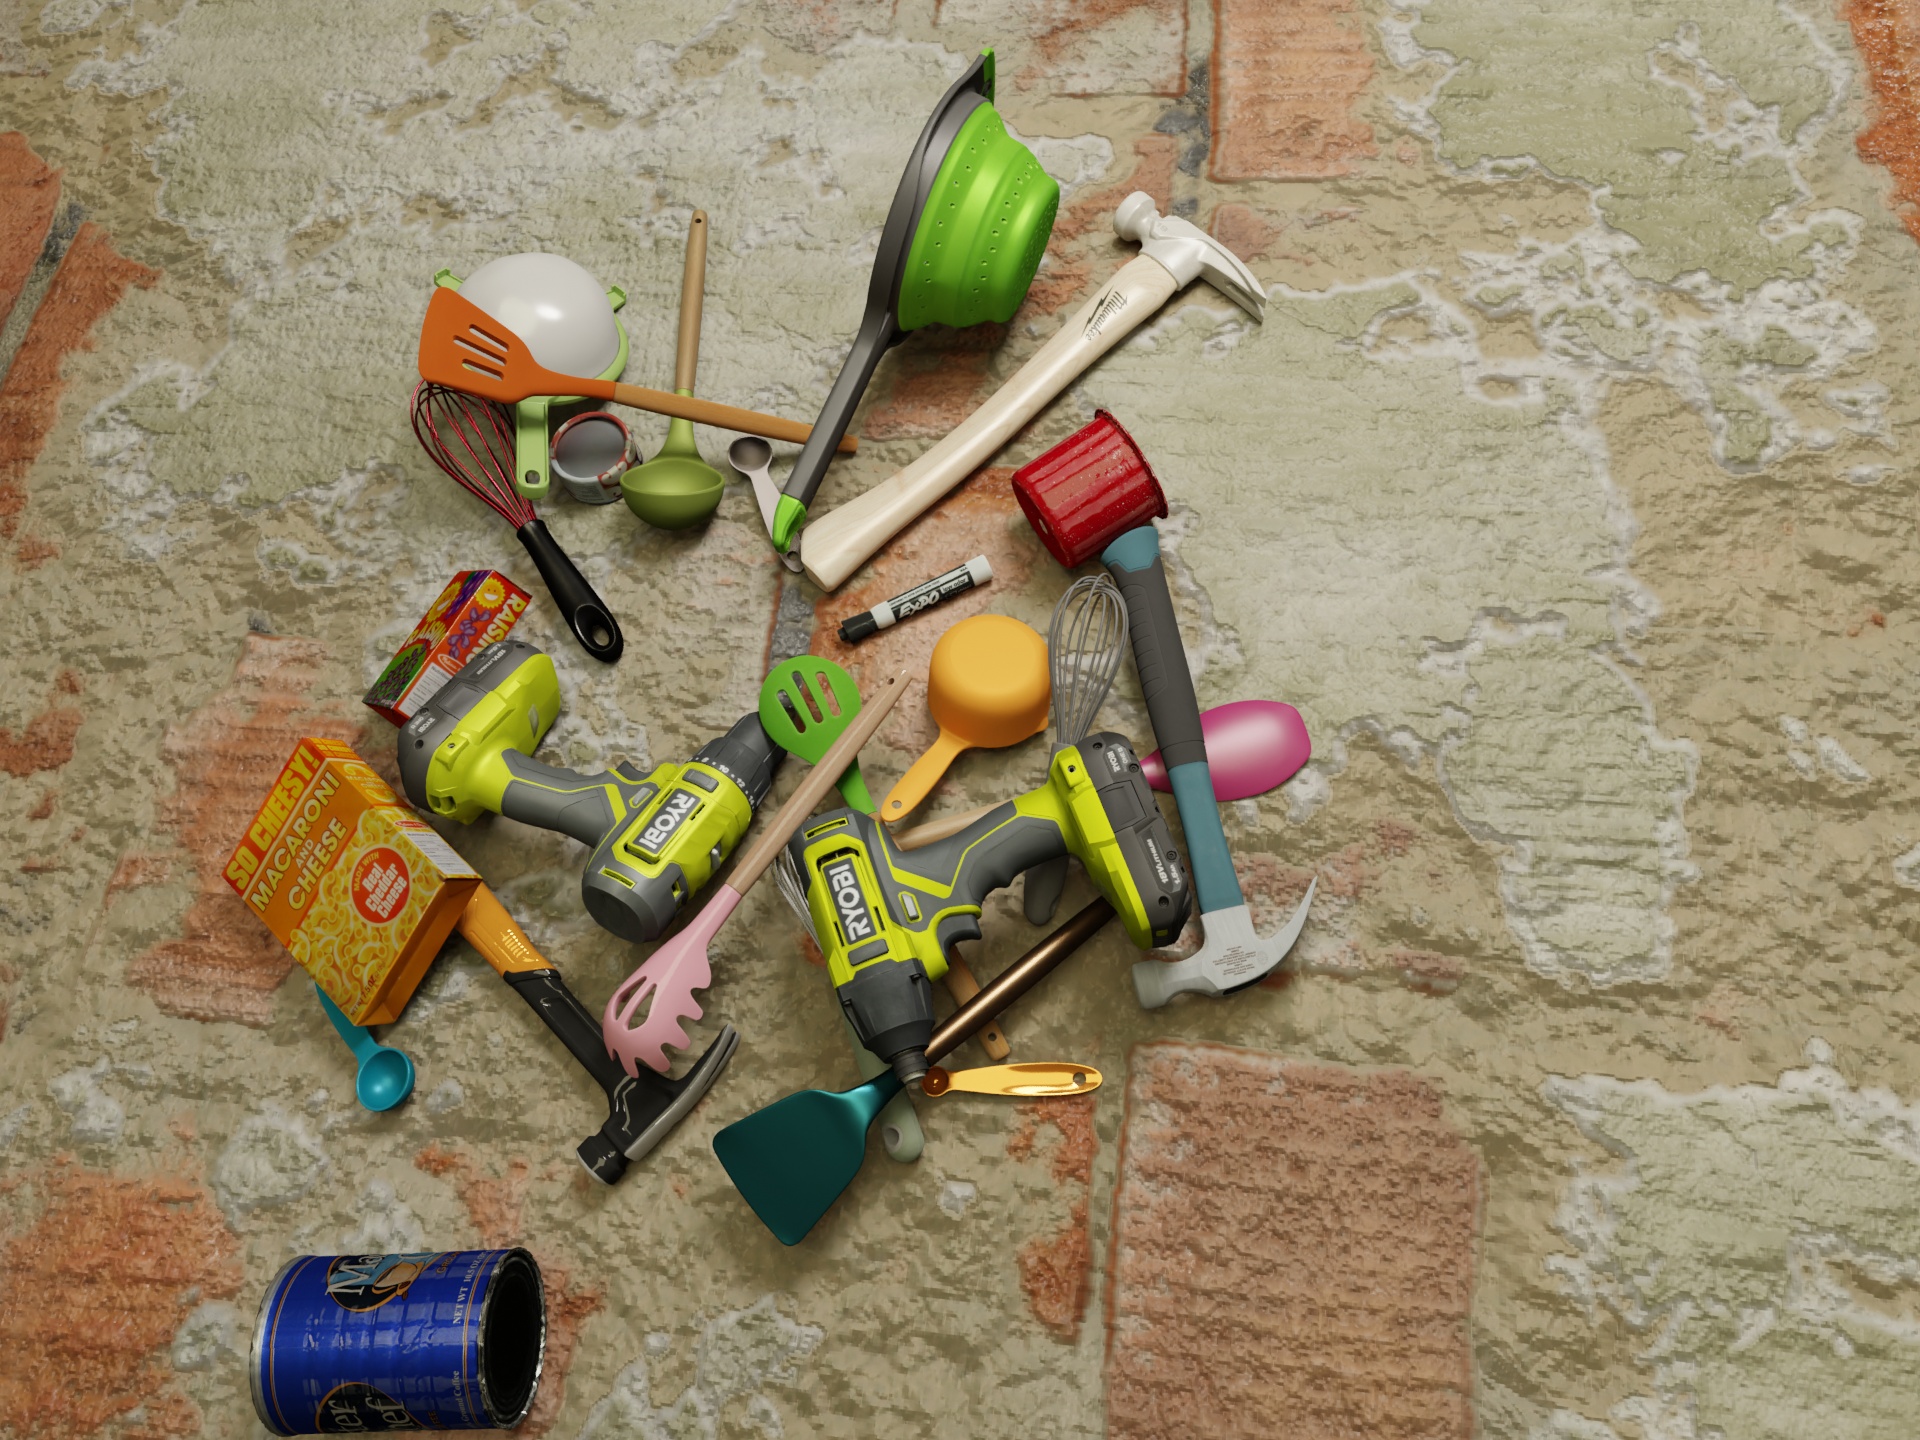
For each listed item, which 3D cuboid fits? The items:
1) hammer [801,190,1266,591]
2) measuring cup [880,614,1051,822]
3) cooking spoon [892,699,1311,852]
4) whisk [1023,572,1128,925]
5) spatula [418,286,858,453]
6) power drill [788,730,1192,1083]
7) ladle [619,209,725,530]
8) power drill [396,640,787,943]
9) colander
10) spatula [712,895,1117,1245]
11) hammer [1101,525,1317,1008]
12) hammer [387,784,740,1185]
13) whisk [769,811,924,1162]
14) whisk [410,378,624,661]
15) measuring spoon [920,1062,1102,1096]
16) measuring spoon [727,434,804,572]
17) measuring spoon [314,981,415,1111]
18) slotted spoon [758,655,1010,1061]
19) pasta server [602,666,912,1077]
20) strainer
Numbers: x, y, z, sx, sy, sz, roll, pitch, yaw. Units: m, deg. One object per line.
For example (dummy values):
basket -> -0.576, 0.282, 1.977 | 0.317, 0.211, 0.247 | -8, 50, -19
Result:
hammer -> 0.047, -0.235, 1.206 | 0.410, 0.038, 0.146 | -43, 69, -11
measuring cup -> -0.002, -0.003, 1.079 | 0.095, 0.052, 0.174 | 29, 57, 16
cooking spoon -> 0.083, 0.049, 1.087 | 0.319, 0.017, 0.069 | -16, 68, 0
whisk -> 0.072, 0.018, 1.059 | 0.055, 0.055, 0.239 | 10, 87, 11
spatula -> -0.230, -0.241, 1.174 | 0.322, 0.041, 0.081 | 10, 65, -16
power drill -> 0.022, 0.111, 0.982 | 0.223, 0.080, 0.171 | -21, 67, -1
ladle -> -0.217, -0.286, 1.253 | 0.078, 0.062, 0.320 | 2, 64, -4
power drill -> -0.247, 0.033, 1.095 | 0.228, 0.080, 0.191 | 23, 51, 16
colander -> -0.020, -0.289, 1.172 | 0.094, 0.204, 0.397 | 24, 83, 4
spatula -> -0.007, 0.198, 1.007 | 0.317, 0.044, 0.082 | -35, 78, -22
hammer -> 0.147, 0.019, 1.063 | 0.128, 0.033, 0.331 | -12, 68, 2
hammer -> -0.301, 0.153, 1.084 | 0.337, 0.034, 0.127 | 40, 78, 21
whisk -> -0.072, 0.170, 1.044 | 0.058, 0.059, 0.246 | -35, 65, 33
whisk -> -0.337, -0.161, 1.215 | 0.073, 0.073, 0.296 | -34, 73, -7
measuring spoon -> 0.033, 0.231, 1.021 | 0.117, 0.011, 0.021 | -2, 70, 3
measuring spoon -> -0.145, -0.163, 1.214 | 0.034, 0.018, 0.124 | -20, 72, -12
measuring spoon -> -0.406, 0.215, 1.084 | 0.042, 0.021, 0.129 | -44, 59, -1
slotted spoon -> -0.048, 0.086, 1.065 | 0.070, 0.031, 0.314 | -28, 74, -9
pasta server -> -0.128, 0.092, 1.039 | 0.060, 0.040, 0.316 | 30, 74, 29
strainer -> -0.324, -0.278, 1.206 | 0.151, 0.069, 0.257 | 2, 51, -17
